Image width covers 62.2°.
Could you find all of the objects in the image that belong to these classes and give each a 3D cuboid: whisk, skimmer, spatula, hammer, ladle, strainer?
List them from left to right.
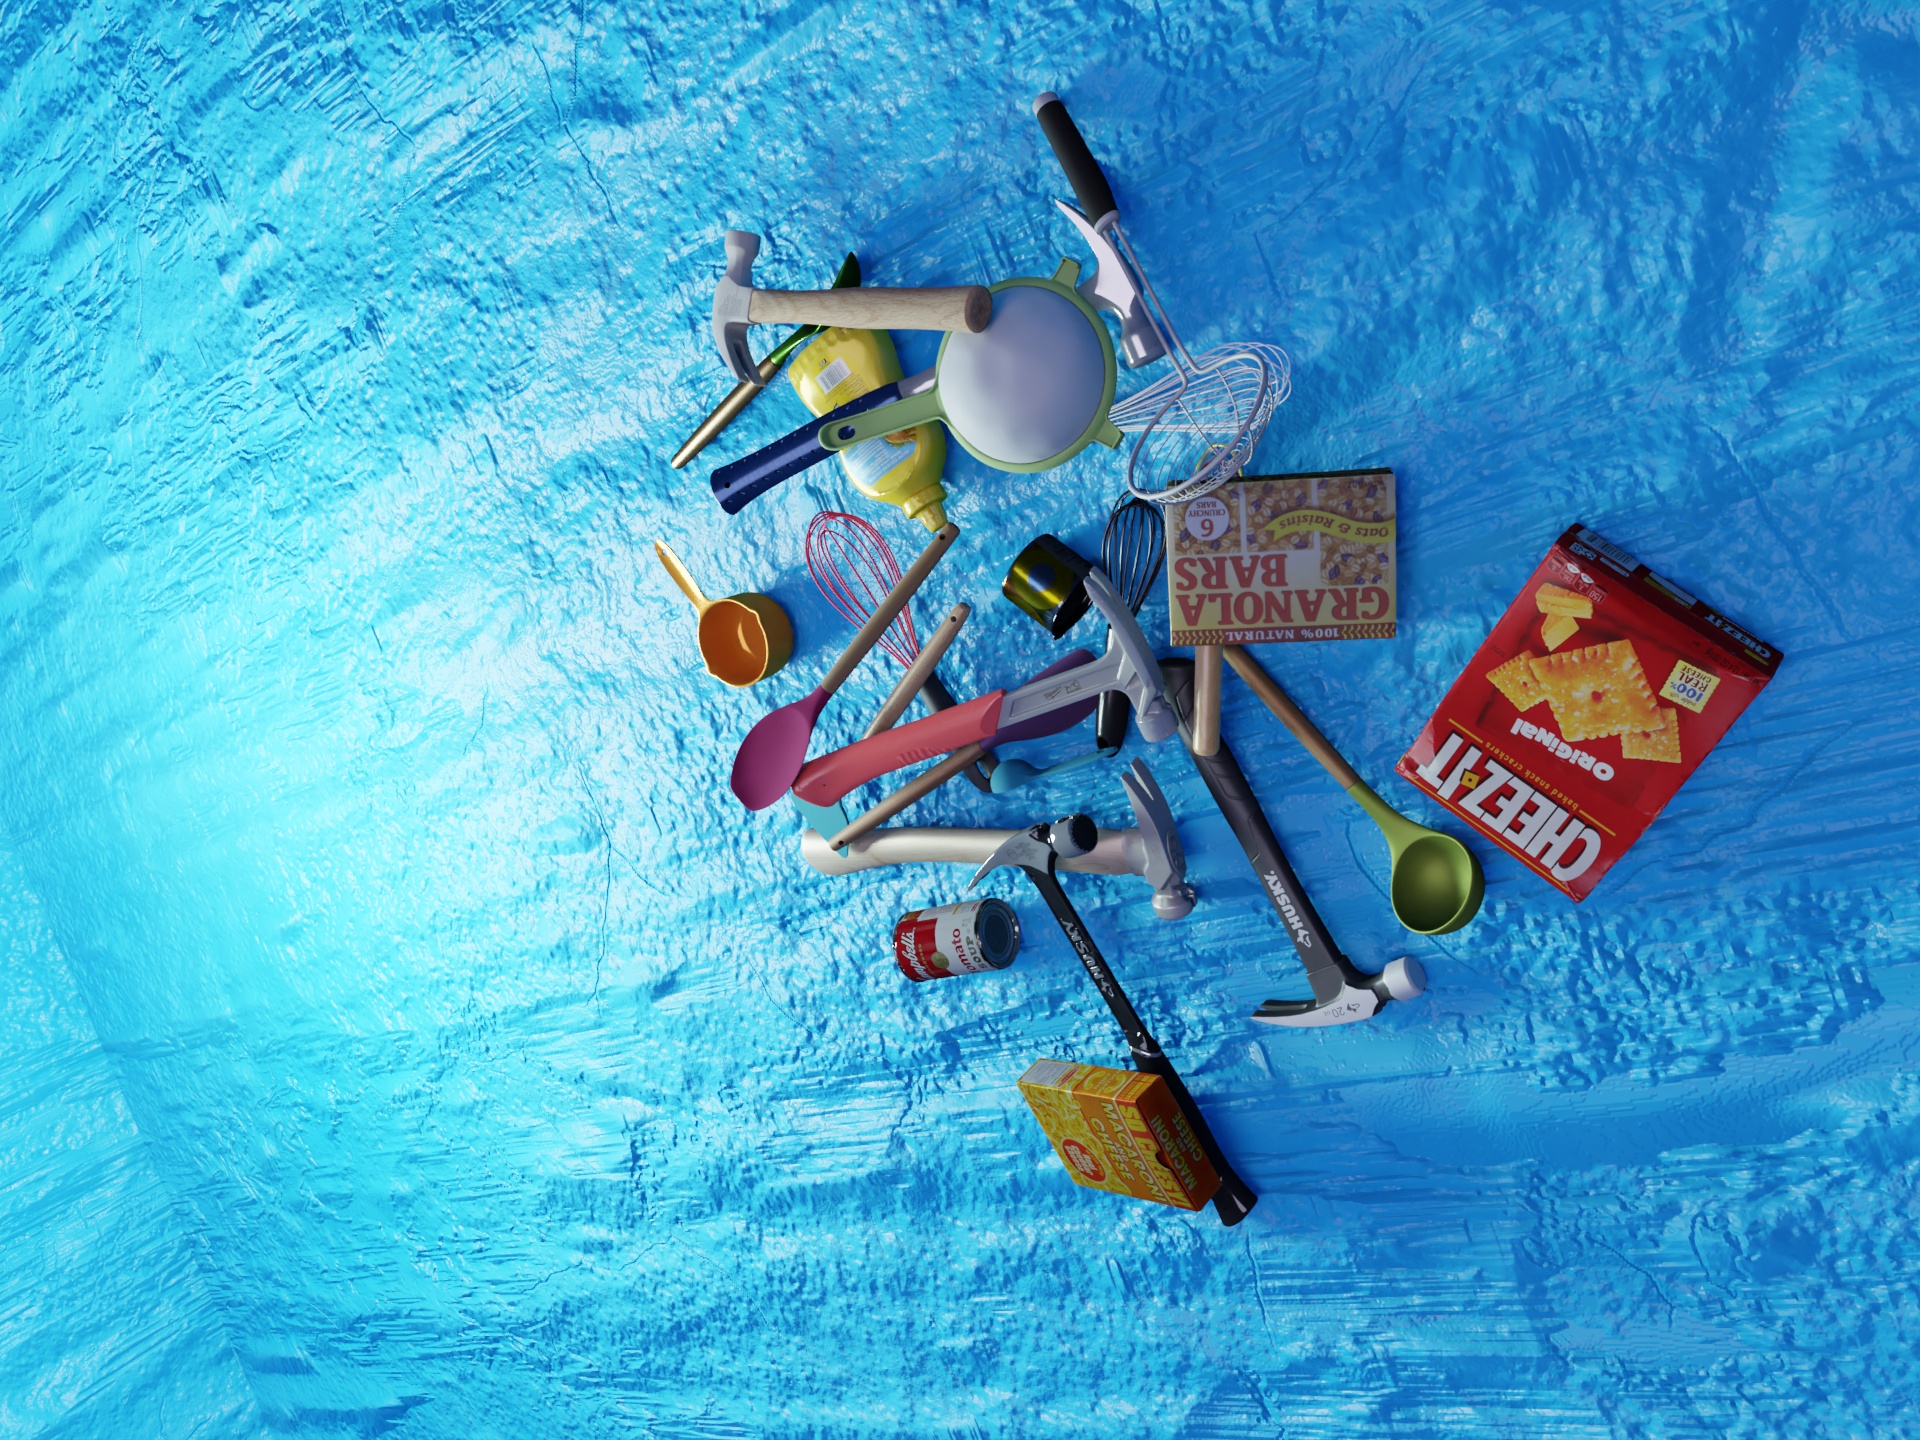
[{"bbox_3d":[-0.098,-0.334,1.294,0.331,0.031,0.130,16,100,45],"label":"hammer"},{"bbox_3d":[-0.070,0.006,1.428,0.082,0.044,0.317,46,124,14],"label":"spatula"},{"bbox_3d":[-0.047,-0.062,1.428,0.073,0.073,0.296,-30,93,37],"label":"whisk"},{"bbox_3d":[-0.039,-0.277,1.306,0.405,0.035,0.144,-23,91,23],"label":"hammer"},{"bbox_3d":[-0.008,-0.255,1.239,0.256,0.069,0.151,-13,93,23],"label":"strainer"},{"bbox_3d":[-0.002,-0.004,1.342,0.359,0.037,0.149,-19,109,30],"label":"hammer"},{"bbox_3d":[0.002,0.036,1.408,0.316,0.018,0.059,-34,112,23],"label":"spatula"},{"bbox_3d":[0.012,0.106,1.443,0.411,0.038,0.146,-3,120,37],"label":"hammer"},{"bbox_3d":[0.117,-0.320,1.153,0.127,0.090,0.363,-35,70,33],"label":"skimmer"},{"bbox_3d":[0.135,-0.075,1.310,0.055,0.055,0.238,19,120,28],"label":"whisk"},{"bbox_3d":[0.147,0.271,1.392,0.149,0.036,0.409,-22,101,45],"label":"hammer"},{"bbox_3d":[0.133,-0.240,1.249,0.285,0.070,0.070,-7,102,41],"label":"whisk"},{"bbox_3d":[0.197,-0.092,1.244,0.047,0.051,0.245,5,102,24],"label":"whisk"},{"bbox_3d":[0.238,0.098,1.304,0.146,0.035,0.335,-30,88,36],"label":"hammer"},{"bbox_3d":[0.284,0.033,1.238,0.320,0.062,0.078,50,122,13],"label":"ladle"}]

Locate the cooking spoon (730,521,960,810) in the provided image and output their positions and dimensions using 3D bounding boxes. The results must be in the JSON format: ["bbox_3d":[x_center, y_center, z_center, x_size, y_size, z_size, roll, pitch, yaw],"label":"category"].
[{"bbox_3d":[-0.101,-0.047,1.398,0.069,0.017,0.319,46,106,25],"label":"cooking spoon"}]

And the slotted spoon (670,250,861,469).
[{"bbox_3d":[-0.179,-0.314,1.441,0.031,0.070,0.313,33,136,-24],"label":"slotted spoon"}]

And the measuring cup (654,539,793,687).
[{"bbox_3d":[-0.229,-0.112,1.537,0.174,0.052,0.095,51,126,11],"label":"measuring cup"}]

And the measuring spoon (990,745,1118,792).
[{"bbox_3d":[0.077,0.034,1.364,0.128,0.042,0.021,-19,103,33],"label":"measuring spoon"}]
